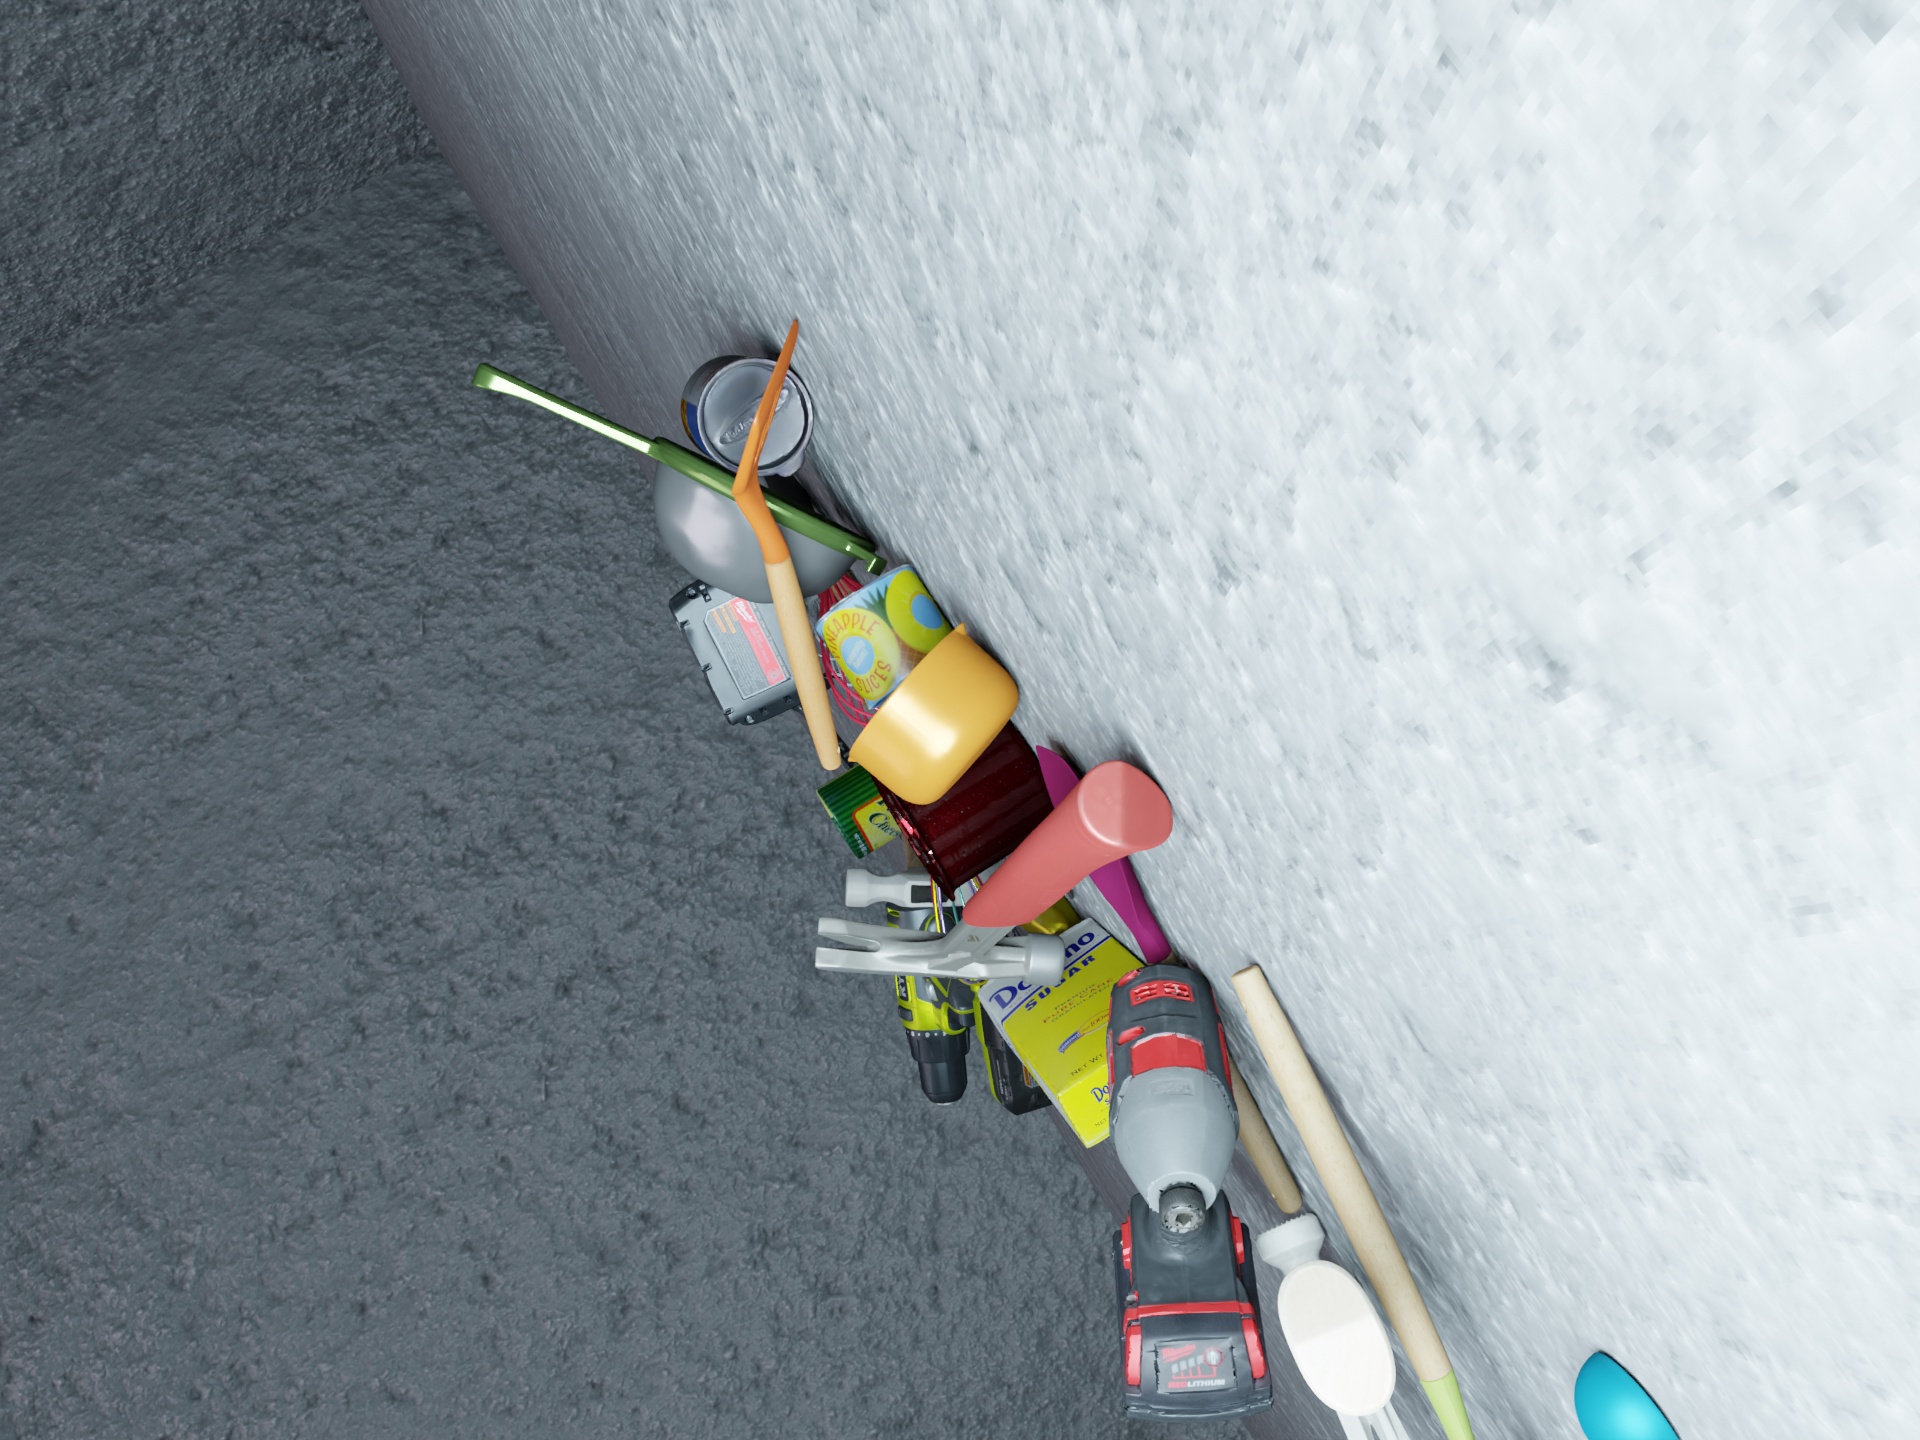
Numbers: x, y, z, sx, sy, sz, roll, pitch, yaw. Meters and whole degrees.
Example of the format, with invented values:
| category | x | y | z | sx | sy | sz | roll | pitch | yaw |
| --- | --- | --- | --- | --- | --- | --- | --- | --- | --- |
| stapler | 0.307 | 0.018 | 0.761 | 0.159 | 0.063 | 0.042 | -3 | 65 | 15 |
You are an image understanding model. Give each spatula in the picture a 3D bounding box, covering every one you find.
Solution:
| category | x | y | z | sx | sy | sz | roll | pitch | yaw |
| --- | --- | --- | --- | --- | --- | --- | --- | --- | --- |
| spatula | -0.091 | -0.075 | 0.904 | 0.322 | 0.041 | 0.081 | 81 | -163 | -49 |

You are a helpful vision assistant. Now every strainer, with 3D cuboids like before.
| category | x | y | z | sx | sy | sz | roll | pitch | yaw |
| --- | --- | --- | --- | --- | --- | --- | --- | --- | --- |
| strainer | -0.176 | -0.130 | 0.953 | 0.256 | 0.069 | 0.152 | 23 | -173 | -23 |

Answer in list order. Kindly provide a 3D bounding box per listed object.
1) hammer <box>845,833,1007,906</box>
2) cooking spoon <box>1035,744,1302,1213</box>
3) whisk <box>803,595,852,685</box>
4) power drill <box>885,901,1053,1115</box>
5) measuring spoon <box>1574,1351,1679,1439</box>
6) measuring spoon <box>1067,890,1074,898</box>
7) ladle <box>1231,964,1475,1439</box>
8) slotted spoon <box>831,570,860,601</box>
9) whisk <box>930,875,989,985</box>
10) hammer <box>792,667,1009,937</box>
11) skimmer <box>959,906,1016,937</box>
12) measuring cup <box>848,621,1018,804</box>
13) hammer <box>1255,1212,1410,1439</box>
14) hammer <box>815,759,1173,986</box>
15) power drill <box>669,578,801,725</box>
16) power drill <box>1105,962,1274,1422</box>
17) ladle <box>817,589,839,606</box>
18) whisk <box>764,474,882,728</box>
| category | x | y | z | sx | sy | sz | roll | pitch | yaw |
| --- | --- | --- | --- | --- | --- | --- | --- | --- | --- |
| hammer | -0.032 | 0.106 | 1.391 | 0.331 | 0.130 | 0.031 | -106 | 19 | -80 |
| cooking spoon | 0.116 | 0.144 | 0.847 | 0.318 | 0.017 | 0.069 | 61 | 167 | -20 |
| whisk | -0.114 | -0.093 | 1.305 | 0.247 | 0.057 | 0.059 | -129 | 44 | -58 |
| power drill | 0.014 | 0.249 | 1.332 | 0.228 | 0.080 | 0.190 | 5 | 104 | 62 |
| measuring spoon | 0.240 | 0.272 | 0.546 | 0.128 | 0.021 | 0.042 | 62 | 172 | -18 |
| measuring spoon | 0.053 | 0.077 | 1.020 | 0.034 | 0.018 | 0.124 | 51 | 177 | 46 |
| ladle | 0.201 | 0.246 | 0.674 | 0.078 | 0.062 | 0.320 | 110 | 135 | -86 |
| slotted spoon | -0.056 | -0.054 | 1.132 | 0.314 | 0.031 | 0.070 | 56 | 179 | 30 |
| whisk | -0.013 | 0.082 | 1.194 | 0.051 | 0.047 | 0.245 | -106 | 1 | -84 |
| hammer | -0.053 | 0.108 | 1.569 | 0.409 | 0.036 | 0.149 | 51 | -151 | 5 |
| skimmer | 0.096 | 0.248 | 1.357 | 0.364 | 0.090 | 0.127 | 27 | 147 | 56 |
| measuring cup | -0.001 | -0.003 | 0.862 | 0.052 | 0.095 | 0.173 | 41 | -168 | 6 |
| hammer | 0.172 | 0.288 | 0.709 | 0.410 | 0.038 | 0.146 | 58 | -172 | -67 |
| hammer | 0.019 | 0.087 | 0.803 | 0.359 | 0.149 | 0.037 | 121 | 154 | -69 |
| power drill | -0.179 | -0.101 | 1.280 | 0.227 | 0.080 | 0.187 | -114 | 0 | -75 |
| power drill | 0.111 | 0.247 | 0.801 | 0.143 | 0.078 | 0.219 | -87 | -10 | -57 |
| ladle | -0.081 | -0.064 | 1.172 | 0.069 | 0.031 | 0.316 | 8 | -139 | -51 |
| whisk | -0.082 | -0.090 | 1.067 | 0.296 | 0.073 | 0.073 | 60 | 176 | 43 |
